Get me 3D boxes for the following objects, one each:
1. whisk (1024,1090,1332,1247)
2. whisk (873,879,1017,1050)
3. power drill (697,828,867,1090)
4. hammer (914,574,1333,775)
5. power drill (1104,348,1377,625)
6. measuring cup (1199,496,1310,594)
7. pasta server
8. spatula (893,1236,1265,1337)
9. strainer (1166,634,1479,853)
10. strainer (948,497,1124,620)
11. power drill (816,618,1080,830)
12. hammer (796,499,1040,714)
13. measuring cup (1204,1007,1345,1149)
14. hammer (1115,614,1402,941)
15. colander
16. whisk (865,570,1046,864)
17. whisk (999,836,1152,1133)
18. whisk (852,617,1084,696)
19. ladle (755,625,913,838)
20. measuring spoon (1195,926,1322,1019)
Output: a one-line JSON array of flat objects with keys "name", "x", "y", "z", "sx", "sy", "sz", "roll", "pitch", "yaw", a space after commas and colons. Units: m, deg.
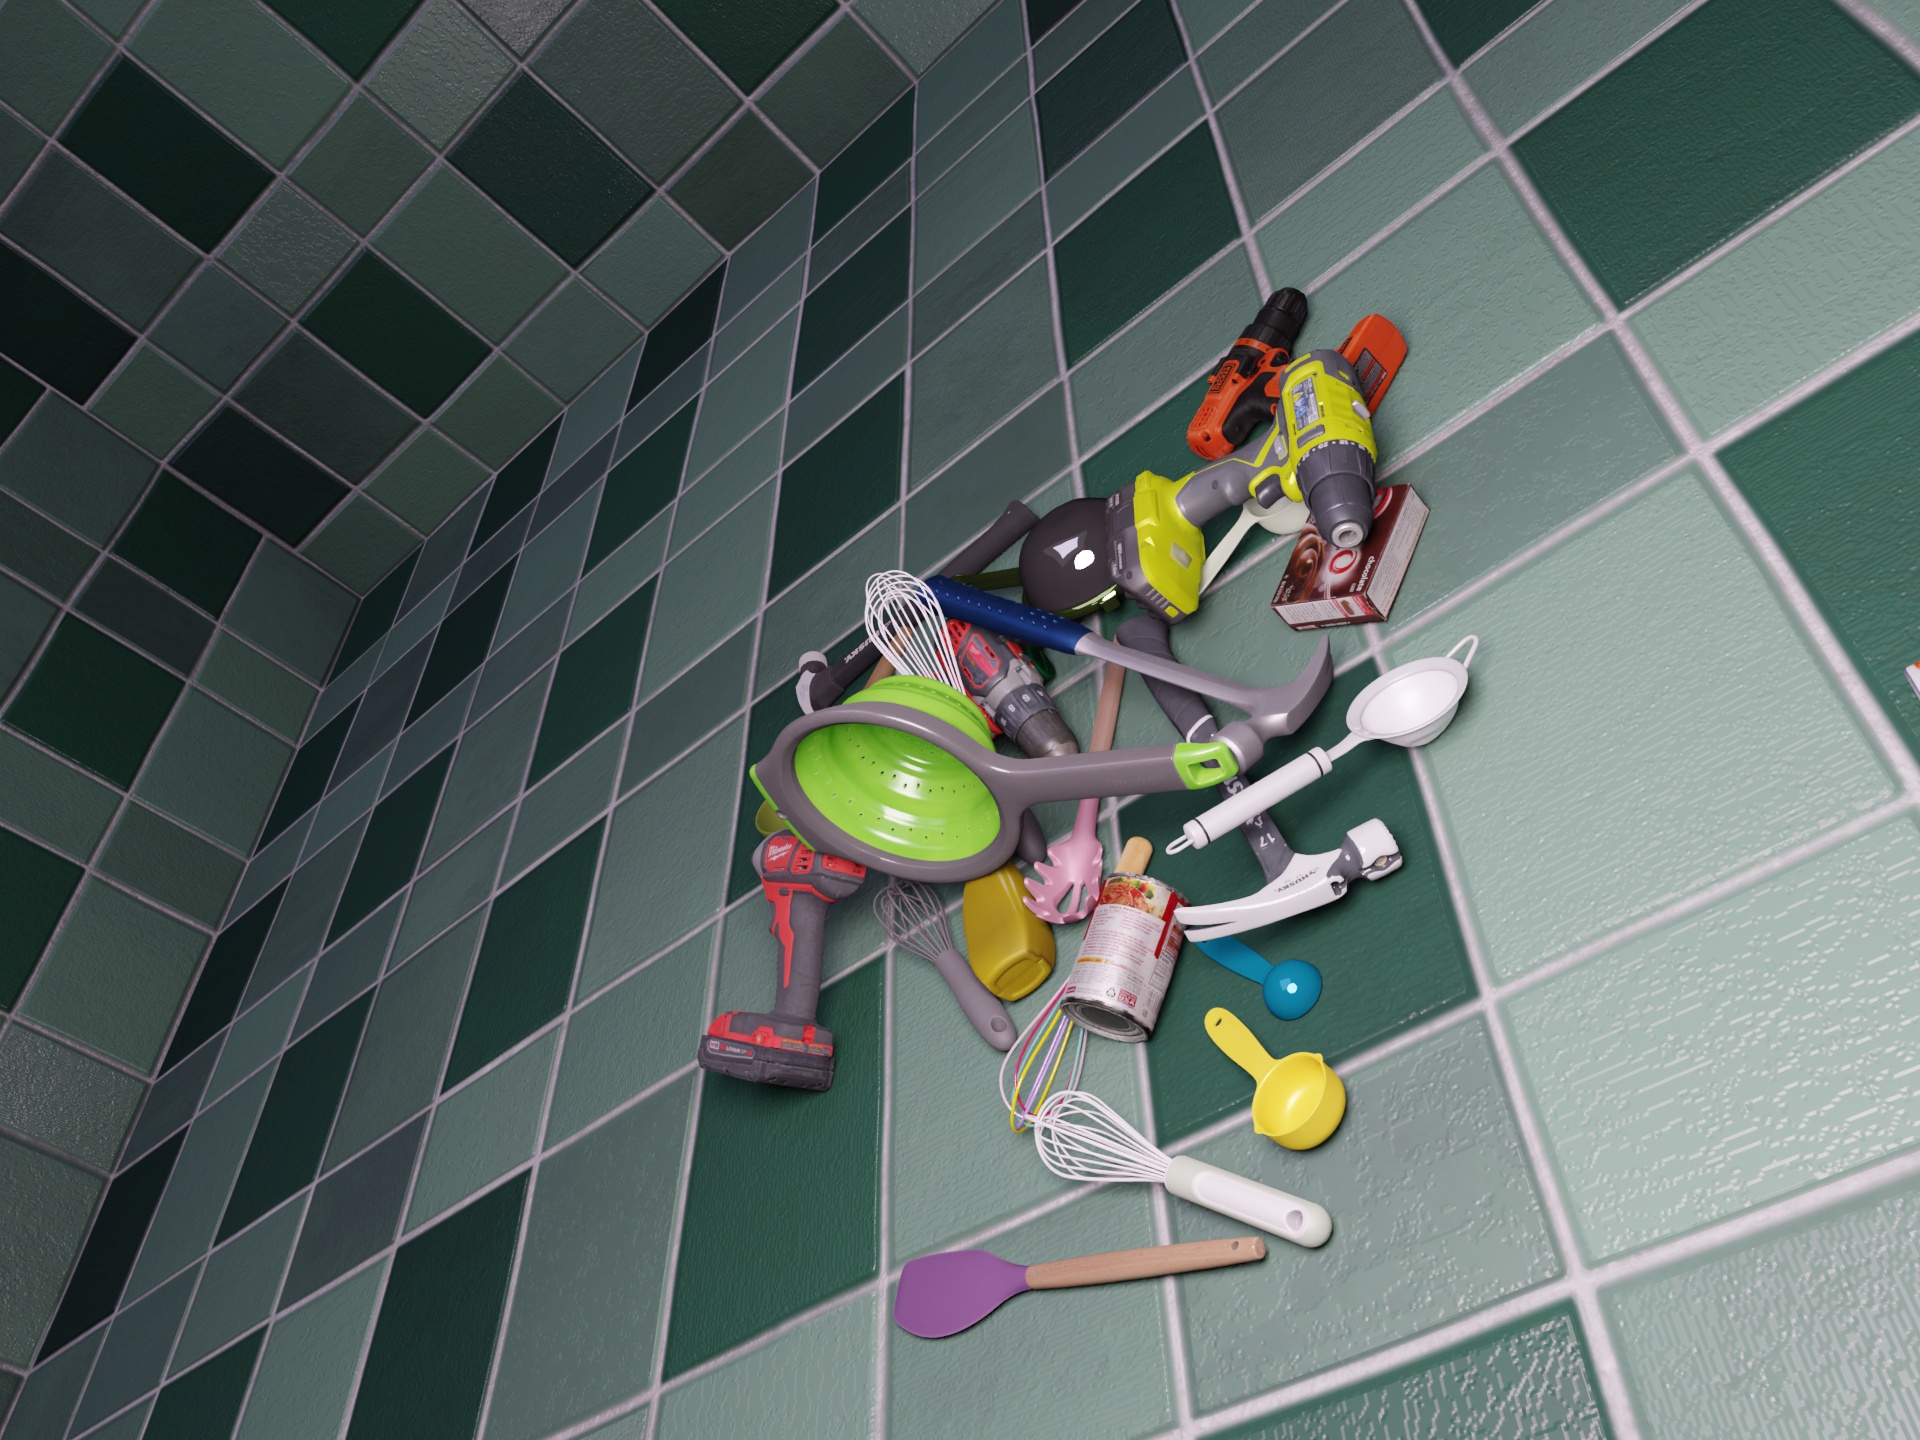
[{"name": "whisk", "x": 0.131, "y": 0.284, "z": 1.006, "sx": 0.246, "sy": 0.059, "sz": 0.058, "roll": 6, "pitch": 74, "yaw": 50}, {"name": "whisk", "x": -0.012, "y": 0.196, "z": 1.292, "sx": 0.055, "sy": 0.055, "sz": 0.239, "roll": -49, "pitch": 34, "yaw": 3}, {"name": "power drill", "x": -0.154, "y": 0.201, "z": 1.380, "sx": 0.143, "sy": 0.078, "sz": 0.220, "roll": -4, "pitch": 72, "yaw": 52}, {"name": "hammer", "x": 0.113, "y": -0.061, "z": 1.275, "sx": 0.144, "sy": 0.035, "sz": 0.406, "roll": -36, "pitch": 37, "yaw": -28}, {"name": "power drill", "x": 0.228, "y": -0.172, "z": 1.267, "sx": 0.228, "sy": 0.080, "sz": 0.191, "roll": -31, "pitch": 40, "yaw": 33}, {"name": "measuring cup", "x": 0.249, "y": -0.156, "z": 1.333, "sx": 0.167, "sy": 0.038, "sz": 0.083, "roll": -52, "pitch": 31, "yaw": 10}, {"name": "pasta server", "x": 0.109, "y": 0.038, "z": 1.307, "sx": 0.060, "sy": 0.040, "sz": 0.316, "roll": -4, "pitch": 49, "yaw": 24}, {"name": "spatula", "x": 0.065, "y": 0.362, "z": 1.035, "sx": 0.316, "sy": 0.018, "sz": 0.060, "roll": -25, "pitch": 40, "yaw": 39}, {"name": "strainer", "x": 0.248, "y": 0.025, "z": 1.072, "sx": 0.258, "sy": 0.050, "sz": 0.087, "roll": -29, "pitch": 21, "yaw": -7}, {"name": "strainer", "x": 0.069, "y": -0.160, "z": 1.504, "sx": 0.256, "sy": 0.069, "sz": 0.151, "roll": -5, "pitch": 42, "yaw": 43}, {"name": "power drill", "x": -0.010, "y": 0.033, "z": 1.408, "sx": 0.226, "sy": 0.080, "sz": 0.188, "roll": -45, "pitch": 56, "yaw": 13}, {"name": "hammer", "x": -0.047, "y": -0.114, "z": 1.682, "sx": 0.334, "sy": 0.035, "sz": 0.146, "roll": -39, "pitch": 32, "yaw": 19}, {"name": "measuring cup", "x": 0.196, "y": 0.223, "z": 1.015, "sx": 0.062, "sy": 0.029, "sz": 0.157, "roll": -50, "pitch": 19, "yaw": 1}, {"name": "hammer", "x": 0.184, "y": 0.022, "z": 1.204, "sx": 0.149, "sy": 0.036, "sz": 0.409, "roll": -27, "pitch": 31, "yaw": 4}, {"name": "colander", "x": 0.029, "y": 0.023, "z": 1.214, "sx": 0.397, "sy": 0.204, "sz": 0.095, "roll": -7, "pitch": 43, "yaw": 32}, {"name": "whisk", "x": -0.001, "y": -0.004, "z": 1.337, "sx": 0.070, "sy": 0.070, "sz": 0.285, "roll": -35, "pitch": 78, "yaw": 26}, {"name": "whisk", "x": 0.090, "y": 0.190, "z": 1.166, "sx": 0.051, "sy": 0.047, "sz": 0.245, "roll": -8, "pitch": 47, "yaw": 51}, {"name": "whisk", "x": -0.006, "y": -0.039, "z": 1.528, "sx": 0.296, "sy": 0.073, "sz": 0.073, "roll": -29, "pitch": 37, "yaw": 23}, {"name": "ladle", "x": -0.120, "y": 0.014, "z": 1.509, "sx": 0.320, "sy": 0.062, "sz": 0.078, "roll": -58, "pitch": 9, "yaw": 43}, {"name": "measuring spoon", "x": 0.192, "y": 0.162, "z": 1.076, "sx": 0.042, "sy": 0.021, "sz": 0.129, "roll": -54, "pitch": 32, "yaw": -6}]
